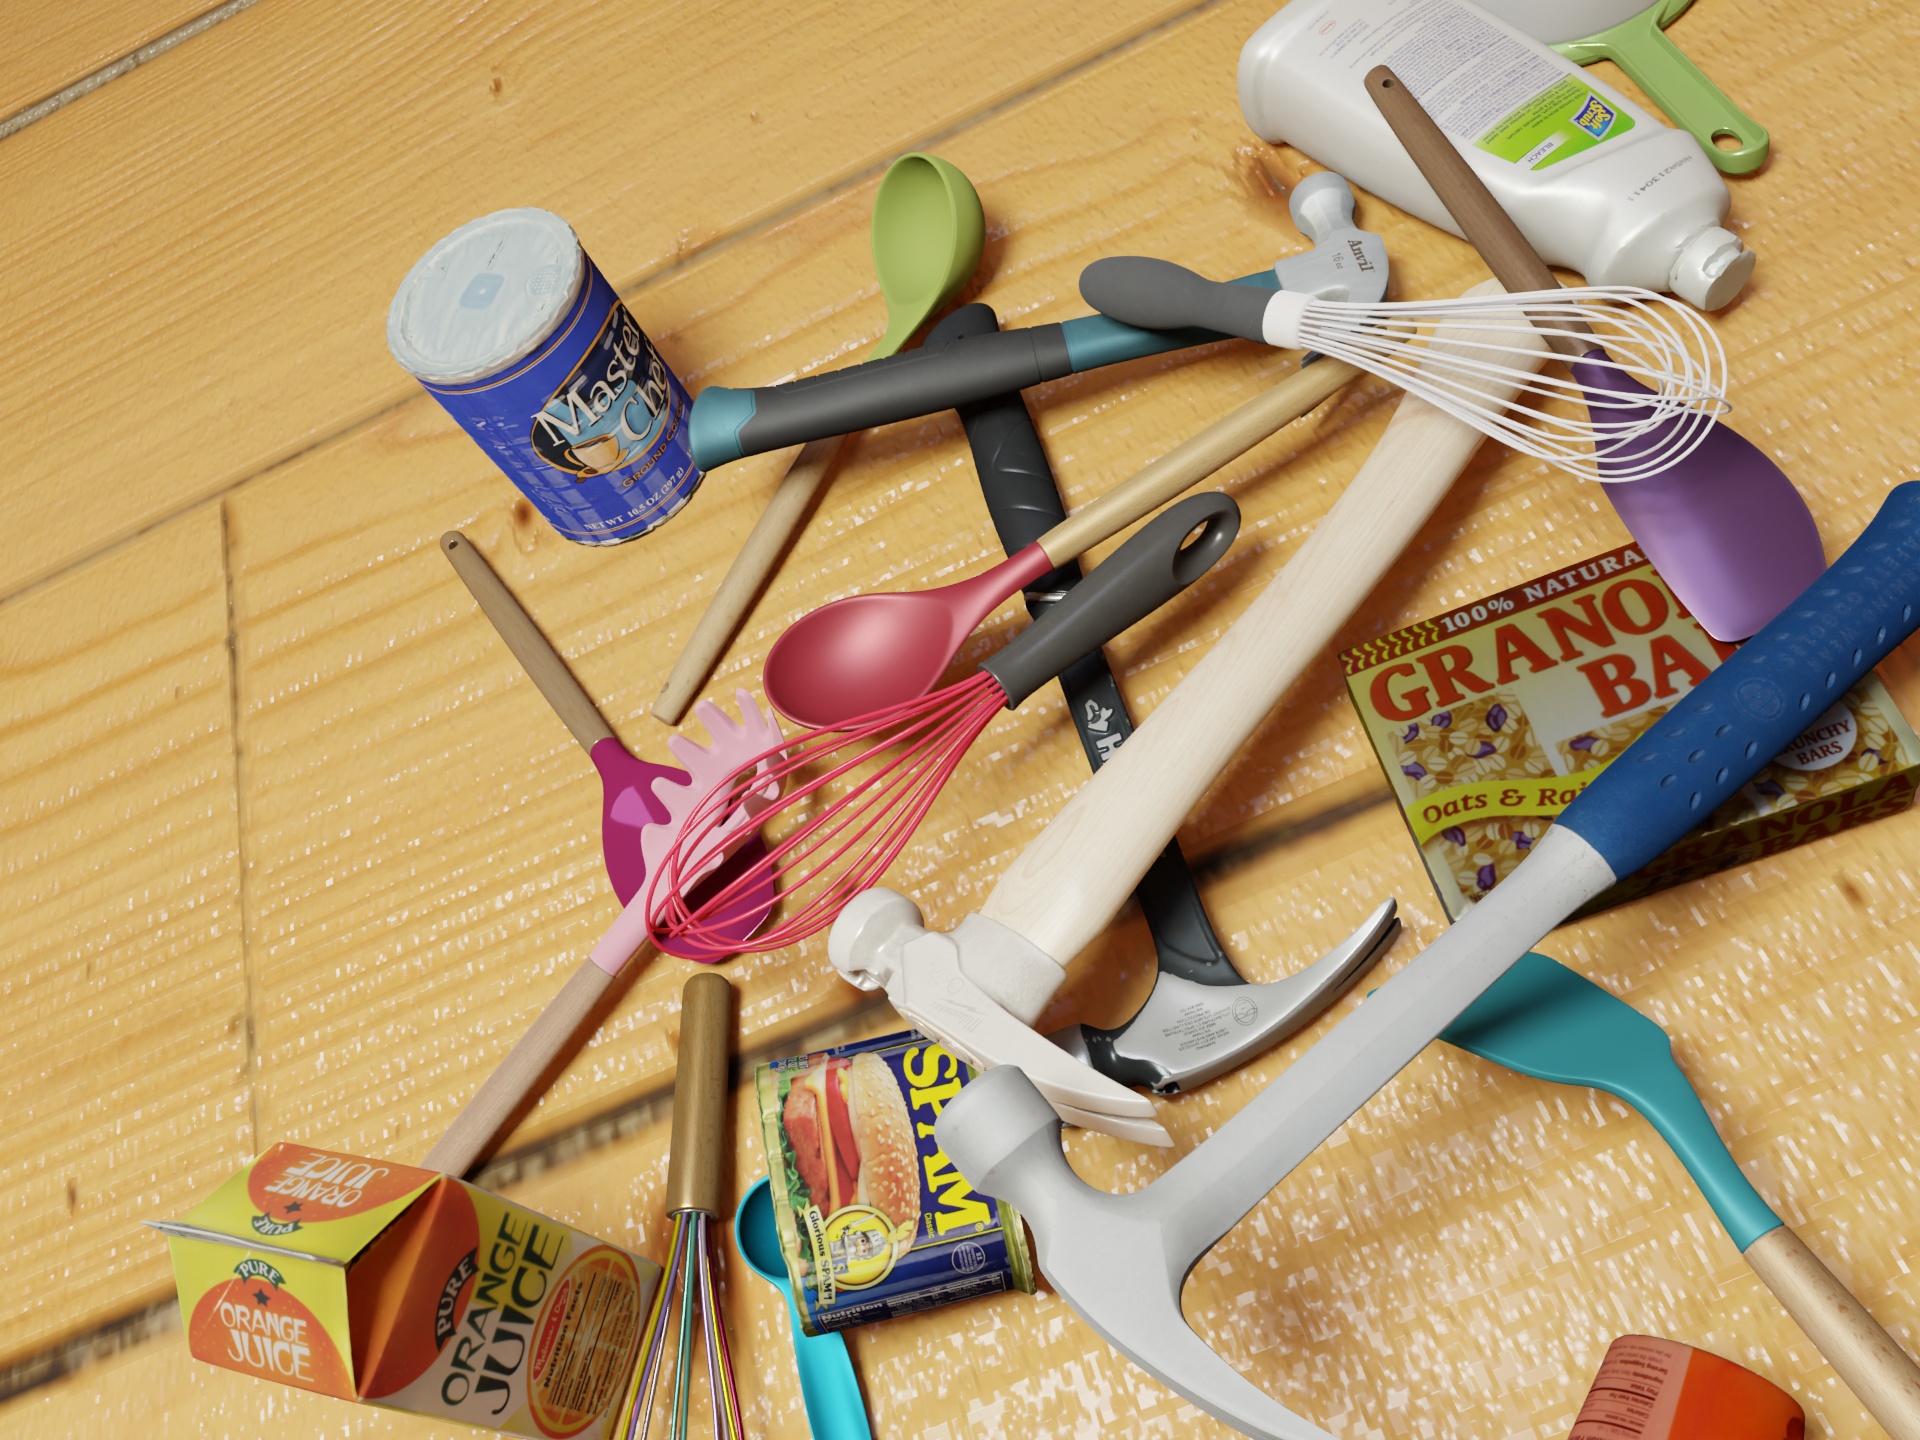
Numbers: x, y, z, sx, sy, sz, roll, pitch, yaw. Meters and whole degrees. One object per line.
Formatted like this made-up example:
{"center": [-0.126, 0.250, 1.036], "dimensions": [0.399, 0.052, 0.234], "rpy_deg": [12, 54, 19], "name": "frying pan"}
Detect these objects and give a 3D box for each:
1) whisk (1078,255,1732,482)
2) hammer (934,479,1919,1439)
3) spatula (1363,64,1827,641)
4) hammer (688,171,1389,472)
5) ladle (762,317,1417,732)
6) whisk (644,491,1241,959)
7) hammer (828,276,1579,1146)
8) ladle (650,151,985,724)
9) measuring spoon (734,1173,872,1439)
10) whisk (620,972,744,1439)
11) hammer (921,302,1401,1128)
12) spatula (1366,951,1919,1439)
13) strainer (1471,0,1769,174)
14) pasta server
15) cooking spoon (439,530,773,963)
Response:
{"center": [0.160, -0.154, 0.634], "dimensions": [0.285, 0.070, 0.070], "rpy_deg": [23, 72, 36], "name": "whisk"}
{"center": [0.192, 0.053, 0.498], "dimensions": [0.405, 0.035, 0.144], "rpy_deg": [-37, 65, -16], "name": "hammer"}
{"center": [0.242, -0.164, 0.642], "dimensions": [0.060, 0.018, 0.316], "rpy_deg": [-25, 61, 3], "name": "spatula"}
{"center": [0.035, -0.170, 0.738], "dimensions": [0.331, 0.033, 0.128], "rpy_deg": [-13, 54, 3], "name": "hammer"}
{"center": [0.057, -0.086, 0.677], "dimensions": [0.315, 0.031, 0.069], "rpy_deg": [-32, 59, 1], "name": "ladle"}
{"center": [-0.001, -0.002, 0.634], "dimensions": [0.296, 0.073, 0.073], "rpy_deg": [-37, 56, -11], "name": "whisk"}
{"center": [0.130, -0.030, 0.609], "dimensions": [0.146, 0.038, 0.411], "rpy_deg": [25, 66, 39], "name": "hammer"}
{"center": [-0.077, -0.143, 0.787], "dimensions": [0.078, 0.062, 0.320], "rpy_deg": [8, 66, 55], "name": "ladle"}
{"center": [-0.052, 0.232, 0.592], "dimensions": [0.042, 0.021, 0.129], "rpy_deg": [-16, 66, -5], "name": "measuring spoon"}
{"center": [-0.101, 0.213, 0.609], "dimensions": [0.047, 0.051, 0.245], "rpy_deg": [0, 56, -3], "name": "whisk"}
{"center": [0.052, -0.038, 0.690], "dimensions": [0.149, 0.036, 0.409], "rpy_deg": [-21, 56, 7], "name": "hammer"}
{"center": [0.245, 0.177, 0.456], "dimensions": [0.082, 0.044, 0.318], "rpy_deg": [-8, 46, -29], "name": "spatula"}
{"center": [0.305, -0.355, 0.751], "dimensions": [0.151, 0.069, 0.257], "rpy_deg": [-24, 55, 7], "name": "strainer"}
{"center": [-0.174, 0.123, 0.673], "dimensions": [0.060, 0.040, 0.316], "rpy_deg": [32, 82, 41], "name": "pasta server"}
{"center": [-0.183, -0.002, 0.769], "dimensions": [0.069, 0.017, 0.319], "rpy_deg": [-42, 57, -2], "name": "cooking spoon"}
